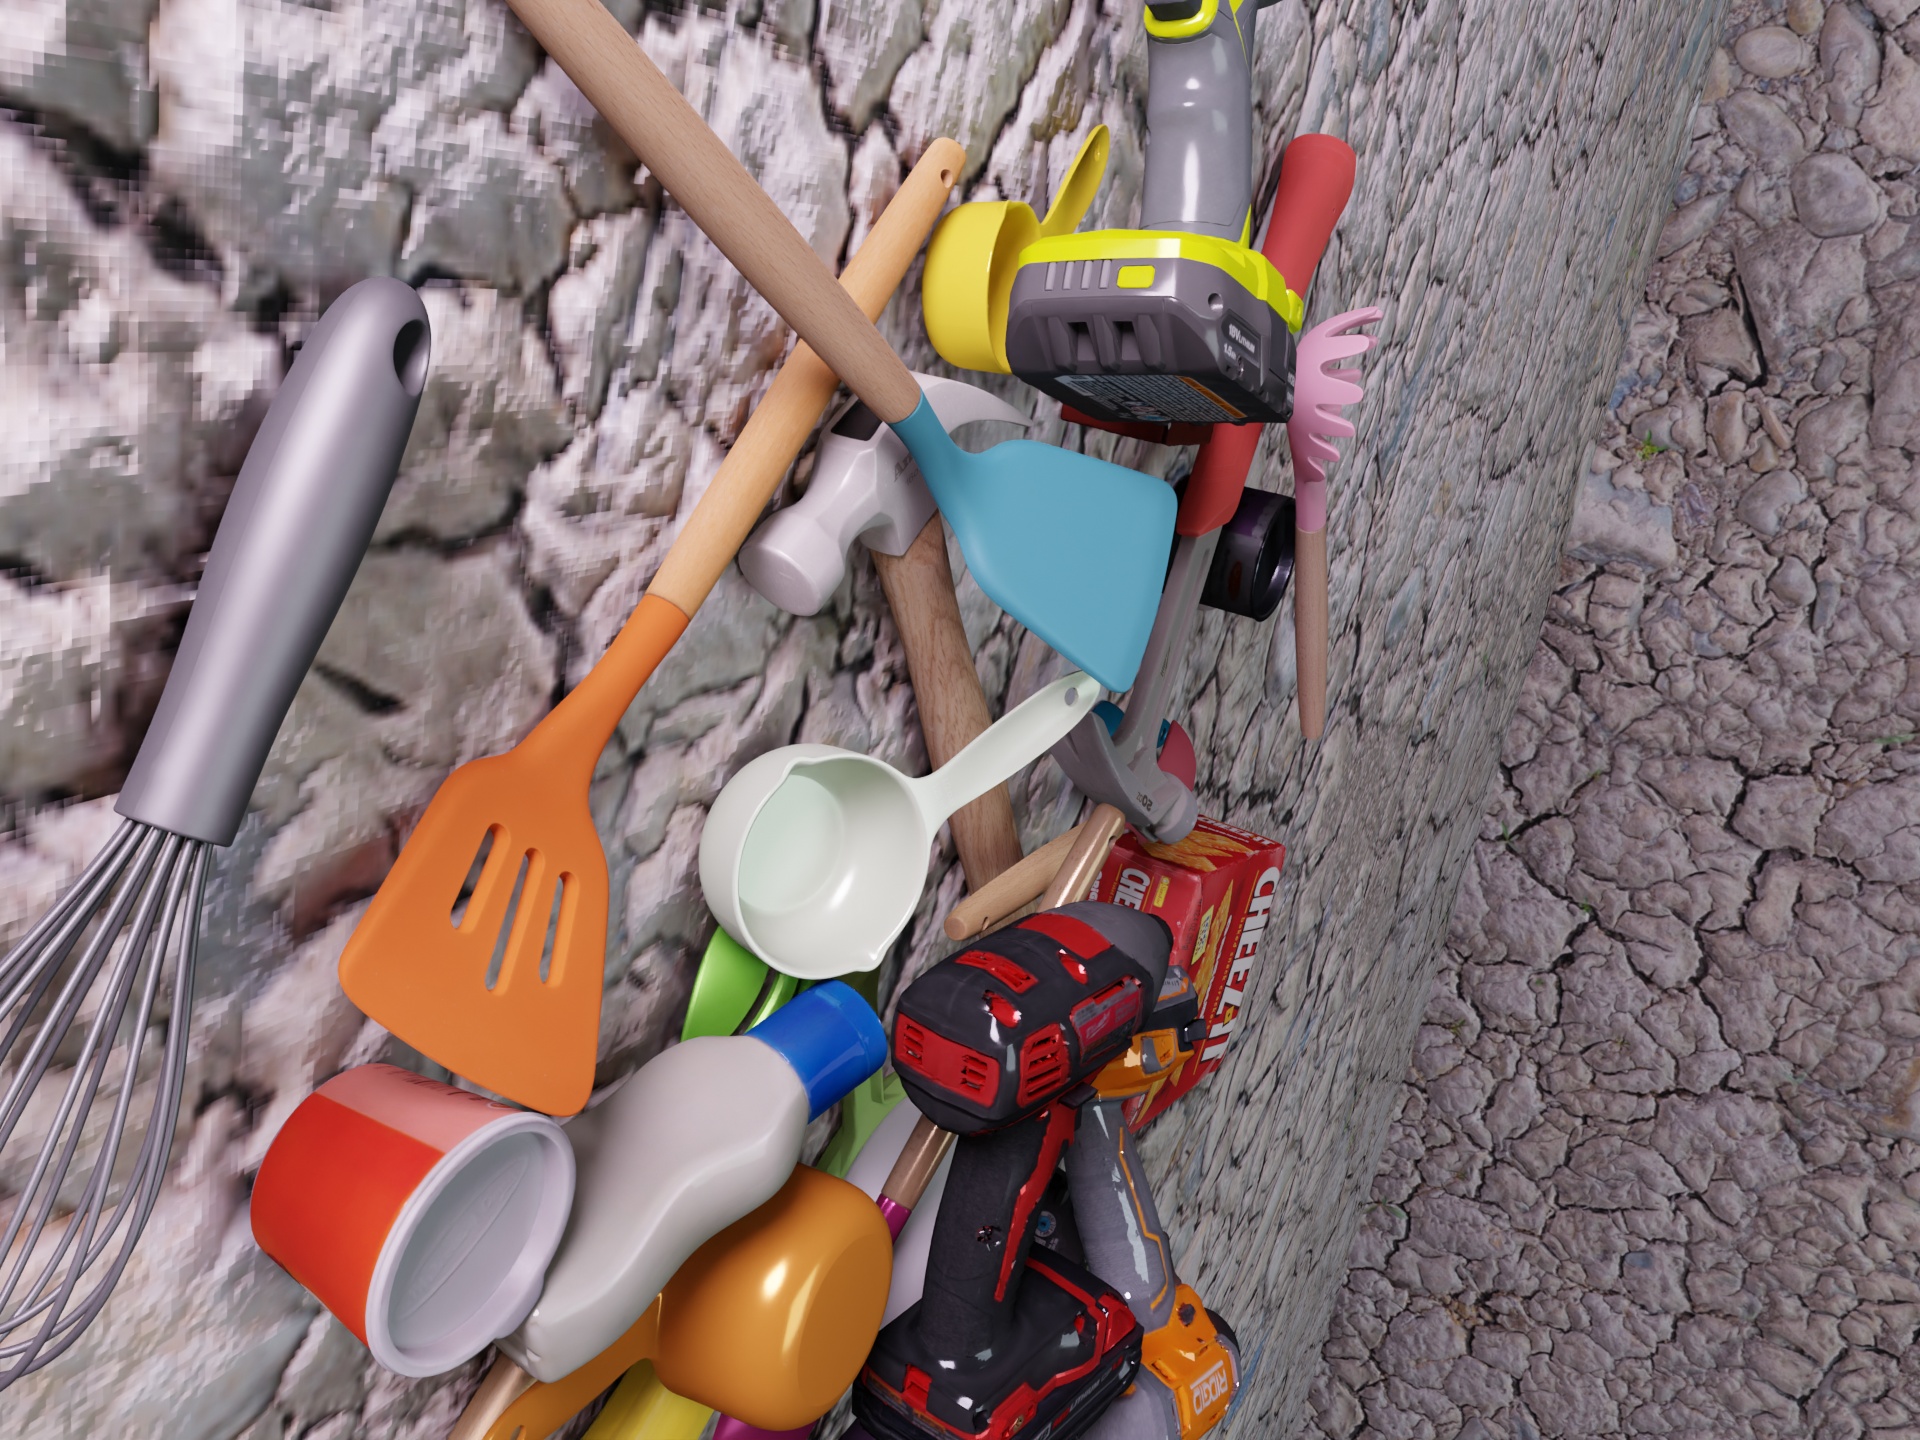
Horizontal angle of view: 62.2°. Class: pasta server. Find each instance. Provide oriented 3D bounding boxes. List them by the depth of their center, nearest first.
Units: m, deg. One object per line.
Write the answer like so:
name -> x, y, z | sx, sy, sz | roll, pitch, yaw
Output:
pasta server -> 0.189, -0.084, 0.823 | 0.315, 0.040, 0.060 | 73, 32, -53

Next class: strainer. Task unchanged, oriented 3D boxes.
strainer -> -0.019, 0.199, 0.698 | 0.151, 0.069, 0.256 | -48, 149, -41

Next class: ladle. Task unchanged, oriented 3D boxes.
ladle -> 0.062, 0.054, 0.755 | 0.315, 0.031, 0.069 | -22, 128, -64

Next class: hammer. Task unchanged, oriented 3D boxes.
hammer -> -0.001, -0.002, 0.637 | 0.130, 0.031, 0.331 | -57, 153, -27
hammer -> 0.122, -0.128, 0.747 | 0.149, 0.037, 0.359 | 45, 60, -56

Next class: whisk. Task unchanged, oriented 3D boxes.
whisk -> -0.157, 0.019, 0.313 | 0.055, 0.055, 0.239 | 40, 67, -64

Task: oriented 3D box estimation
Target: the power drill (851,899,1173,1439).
power drill -> 0.029, 0.177, 0.625 | 0.143, 0.079, 0.219 | -19, 121, -50

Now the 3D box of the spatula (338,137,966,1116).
spatula -> -0.066, -0.050, 0.452 | 0.080, 0.041, 0.323 | 45, 63, -39

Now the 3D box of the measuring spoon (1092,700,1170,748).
measuring spoon -> 0.098, 0.011, 0.863 | 0.128, 0.021, 0.042 | -4, 111, -62

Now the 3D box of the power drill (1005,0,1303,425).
power drill -> 0.071, -0.225, 0.537 | 0.190, 0.080, 0.228 | 0, 94, -66

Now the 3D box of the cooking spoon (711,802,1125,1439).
cooking spoon -> -0.013, 0.172, 0.644 | 0.319, 0.017, 0.068 | -60, 144, -13

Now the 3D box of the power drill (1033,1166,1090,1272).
power drill -> 0.036, 0.343, 0.917 | 0.171, 0.080, 0.223 | -64, 158, -17

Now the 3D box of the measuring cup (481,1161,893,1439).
measuring cup -> -0.080, 0.205, 0.519 | 0.173, 0.052, 0.095 | -13, 112, -63

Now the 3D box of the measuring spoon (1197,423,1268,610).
measuring spoon -> 0.161, -0.120, 0.905 | 0.034, 0.018, 0.124 | 20, 88, -66

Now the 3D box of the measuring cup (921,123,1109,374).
measuring cup -> 0.023, -0.180, 0.575 | 0.157, 0.029, 0.062 | -64, 154, -43

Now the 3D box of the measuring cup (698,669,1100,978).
measuring cup -> -0.019, 0.023, 0.554 | 0.167, 0.038, 0.083 | -34, 119, -30

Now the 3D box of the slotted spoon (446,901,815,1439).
slotted spoon -> -0.129, 0.193, 0.517 | 0.314, 0.031, 0.070 | -59, 148, -21

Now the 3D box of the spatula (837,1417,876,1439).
spatula -> -0.018, 0.302, 0.801 | 0.018, 0.060, 0.316 | 40, 67, -22

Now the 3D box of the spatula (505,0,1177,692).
spatula -> -0.020, -0.106, 0.449 | 0.317, 0.044, 0.082 | 40, 61, -53

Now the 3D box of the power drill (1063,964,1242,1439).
power drill -> 0.086, 0.239, 0.786 | 0.164, 0.084, 0.227 | 15, 64, -62
